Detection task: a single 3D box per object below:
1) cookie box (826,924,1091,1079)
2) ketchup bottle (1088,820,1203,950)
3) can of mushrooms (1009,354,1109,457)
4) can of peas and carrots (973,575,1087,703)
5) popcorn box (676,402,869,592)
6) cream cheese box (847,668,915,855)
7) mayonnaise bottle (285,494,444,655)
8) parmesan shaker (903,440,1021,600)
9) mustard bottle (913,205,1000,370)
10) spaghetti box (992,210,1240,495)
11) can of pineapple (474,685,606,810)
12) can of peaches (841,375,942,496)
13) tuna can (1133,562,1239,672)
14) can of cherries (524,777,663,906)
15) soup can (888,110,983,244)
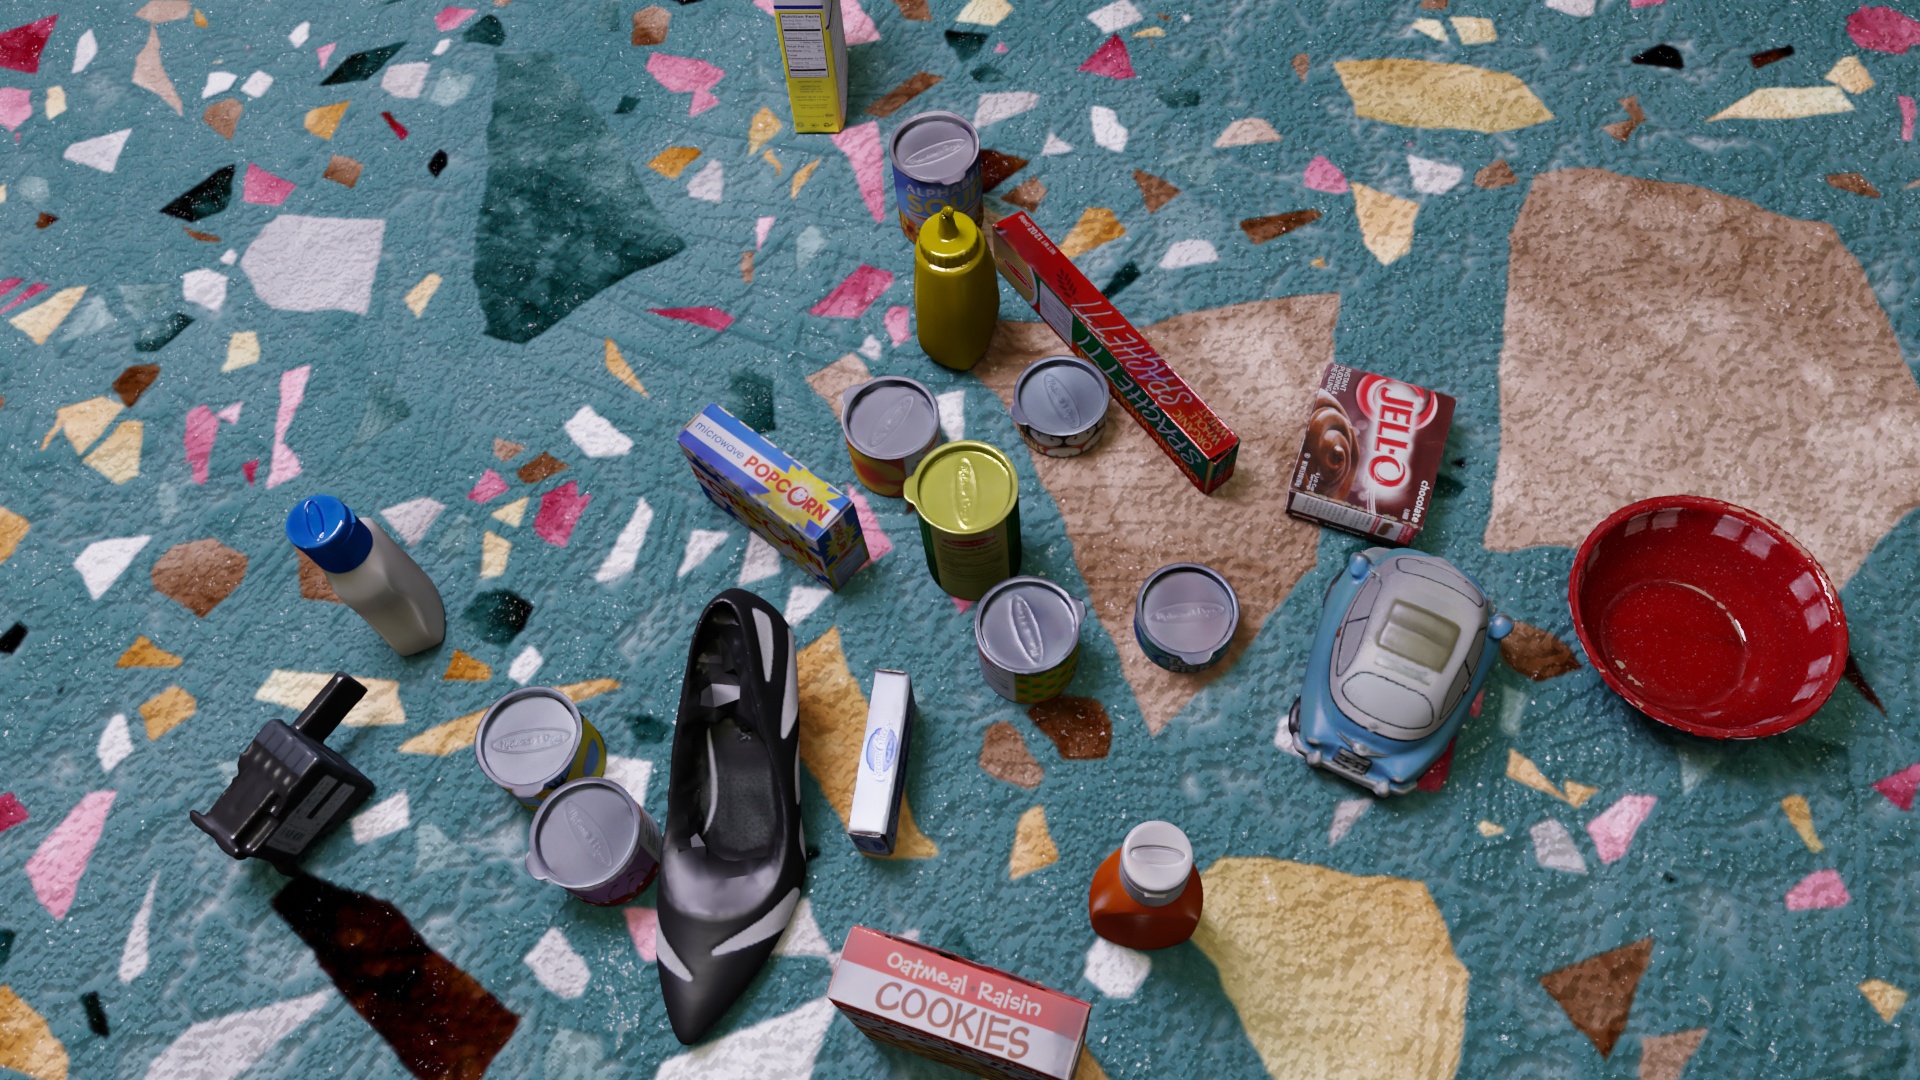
[{"bbox_3d":[0.004,0.253,0.732,0.123,0.166,0.040,15,66,11],"label":"cookie box"},{"bbox_3d":[0.104,0.192,0.766,0.065,0.148,0.044,3,64,5],"label":"ketchup bottle"},{"bbox_3d":[0.068,-0.093,0.974,0.071,0.033,0.071,-1,64,3],"label":"can of mushrooms"},{"bbox_3d":[0.045,0.063,0.884,0.071,0.058,0.071,-1,64,3],"label":"can of peas and carrots"},{"bbox_3d":[-0.124,-0.028,0.926,0.127,0.085,0.038,35,71,19],"label":"popcorn box"},{"bbox_3d":[-0.047,0.137,0.856,0.024,0.053,0.104,5,64,6],"label":"cream cheese box"},{"bbox_3d":[-0.376,0.020,0.882,0.041,0.147,0.065,-22,65,-7],"label":"mayonnaise bottle"},{"bbox_3d":[0.003,-0.011,0.899,0.071,0.102,0.071,-1,64,3],"label":"parmesan shaker"},{"bbox_3d":[-0.005,-0.181,0.952,0.049,0.159,0.065,22,67,14],"label":"mustard bottle"},{"bbox_3d":[0.106,-0.135,0.984,0.029,0.050,0.251,-34,66,-12],"label":"spaghetti box"},{"bbox_3d":[-0.262,0.133,0.869,0.071,0.057,0.071,-1,64,3],"label":"can of pineapple"},{"bbox_3d":[-0.047,-0.072,0.958,0.071,0.057,0.071,-1,64,3],"label":"can of peaches"},{"bbox_3d":[0.146,0.052,0.897,0.071,0.032,0.071,-1,64,3],"label":"tuna can"},{"bbox_3d":[-0.222,0.184,0.841,0.071,0.058,0.072,-1,64,3],"label":"can of cherries"},{"bbox_3d":[-0.016,-0.265,1.037,0.071,0.083,0.071,-1,64,3],"label":"soup can"}]
